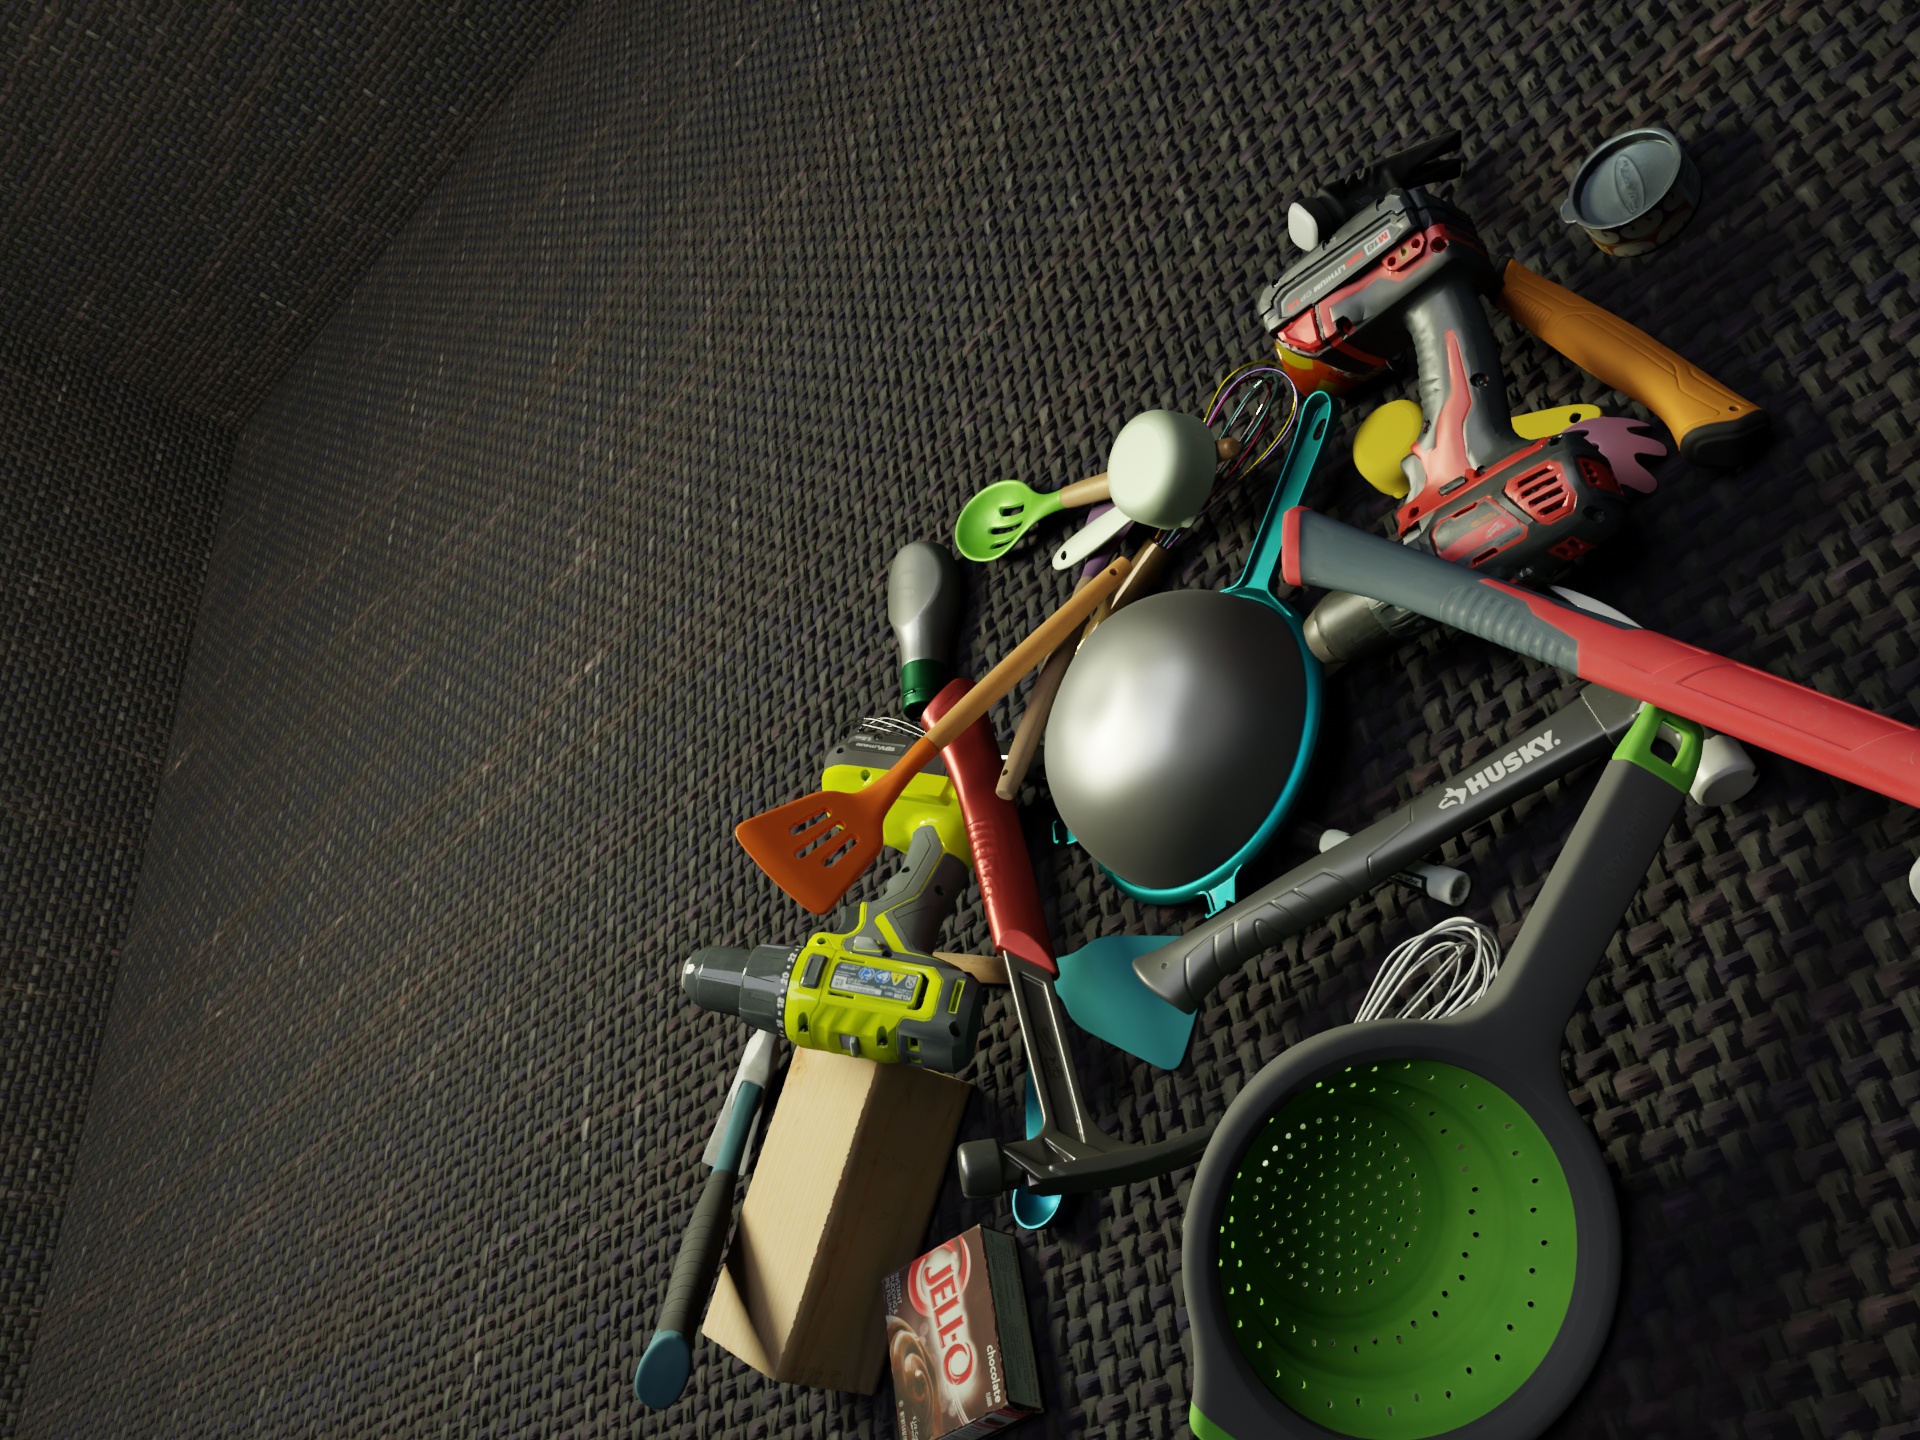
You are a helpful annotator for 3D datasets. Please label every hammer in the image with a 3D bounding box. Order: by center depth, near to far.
[{"bbox_3d":[0.317,-0.040,0.746,0.143,0.038,0.387,-41,45,-20],"label":"hammer"},{"bbox_3d":[0.234,0.060,0.853,0.334,0.035,0.146,-35,46,20],"label":"hammer"},{"bbox_3d":[0.337,-0.247,0.922,0.127,0.034,0.337,-27,48,-9],"label":"hammer"},{"bbox_3d":[0.043,0.117,0.987,0.036,0.149,0.359,91,169,-51],"label":"hammer"},{"bbox_3d":[-0.164,0.321,1.070,0.331,0.033,0.128,-81,11,-68],"label":"hammer"}]

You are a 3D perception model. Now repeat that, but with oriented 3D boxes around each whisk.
[{"bbox_3d":[0.196,0.197,0.843,0.246,0.059,0.058,-54,27,19],"label":"whisk"},{"bbox_3d":[0.148,-0.141,1.097,0.245,0.047,0.051,-56,31,15],"label":"whisk"},{"bbox_3d":[-0.008,0.027,1.178,0.239,0.055,0.055,5,73,45],"label":"whisk"}]

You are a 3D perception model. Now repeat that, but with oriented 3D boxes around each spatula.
[{"bbox_3d":[-0.002,-0.003,1.031,0.322,0.041,0.081,-43,73,-14],"label":"spatula"},{"bbox_3d":[0.030,0.173,1.068,0.317,0.044,0.082,-6,63,52],"label":"spatula"},{"bbox_3d":[0.080,-0.075,1.096,0.060,0.018,0.316,-18,40,46],"label":"spatula"}]

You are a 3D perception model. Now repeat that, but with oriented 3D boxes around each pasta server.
[{"bbox_3d":[0.266,-0.069,0.935,0.316,0.040,0.060,-43,42,30],"label":"pasta server"}]

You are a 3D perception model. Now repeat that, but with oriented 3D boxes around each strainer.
[{"bbox_3d":[0.141,-0.058,0.984,0.211,0.095,0.340,22,91,60],"label":"strainer"}]

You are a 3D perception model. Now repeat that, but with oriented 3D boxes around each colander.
[{"bbox_3d":[0.234,0.169,0.757,0.397,0.204,0.094,-60,5,-6],"label":"colander"}]

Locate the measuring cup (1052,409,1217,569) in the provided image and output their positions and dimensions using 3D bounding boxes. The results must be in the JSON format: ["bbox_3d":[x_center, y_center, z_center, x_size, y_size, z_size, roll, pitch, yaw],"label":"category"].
[{"bbox_3d":[0.102,-0.146,1.067,0.167,0.038,0.083,-36,56,46],"label":"measuring cup"}]

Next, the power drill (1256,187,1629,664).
[{"bbox_3d":[0.246,-0.156,0.893,0.188,0.080,0.227,-34,64,39],"label":"power drill"}]

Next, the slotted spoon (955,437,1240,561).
[{"bbox_3d":[0.092,-0.163,1.147,0.314,0.031,0.070,-7,64,58],"label":"slotted spoon"}]

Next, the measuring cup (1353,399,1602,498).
[{"bbox_3d":[0.302,-0.173,0.946,0.156,0.029,0.062,-4,67,50],"label":"measuring cup"}]

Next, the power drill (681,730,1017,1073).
[{"bbox_3d":[-0.065,0.118,1.060,0.190,0.080,0.229,8,48,11],"label":"power drill"}]

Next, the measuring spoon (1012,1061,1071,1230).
[{"bbox_3d":[0.055,0.259,0.998,0.042,0.021,0.129,-32,38,34],"label":"measuring spoon"}]
